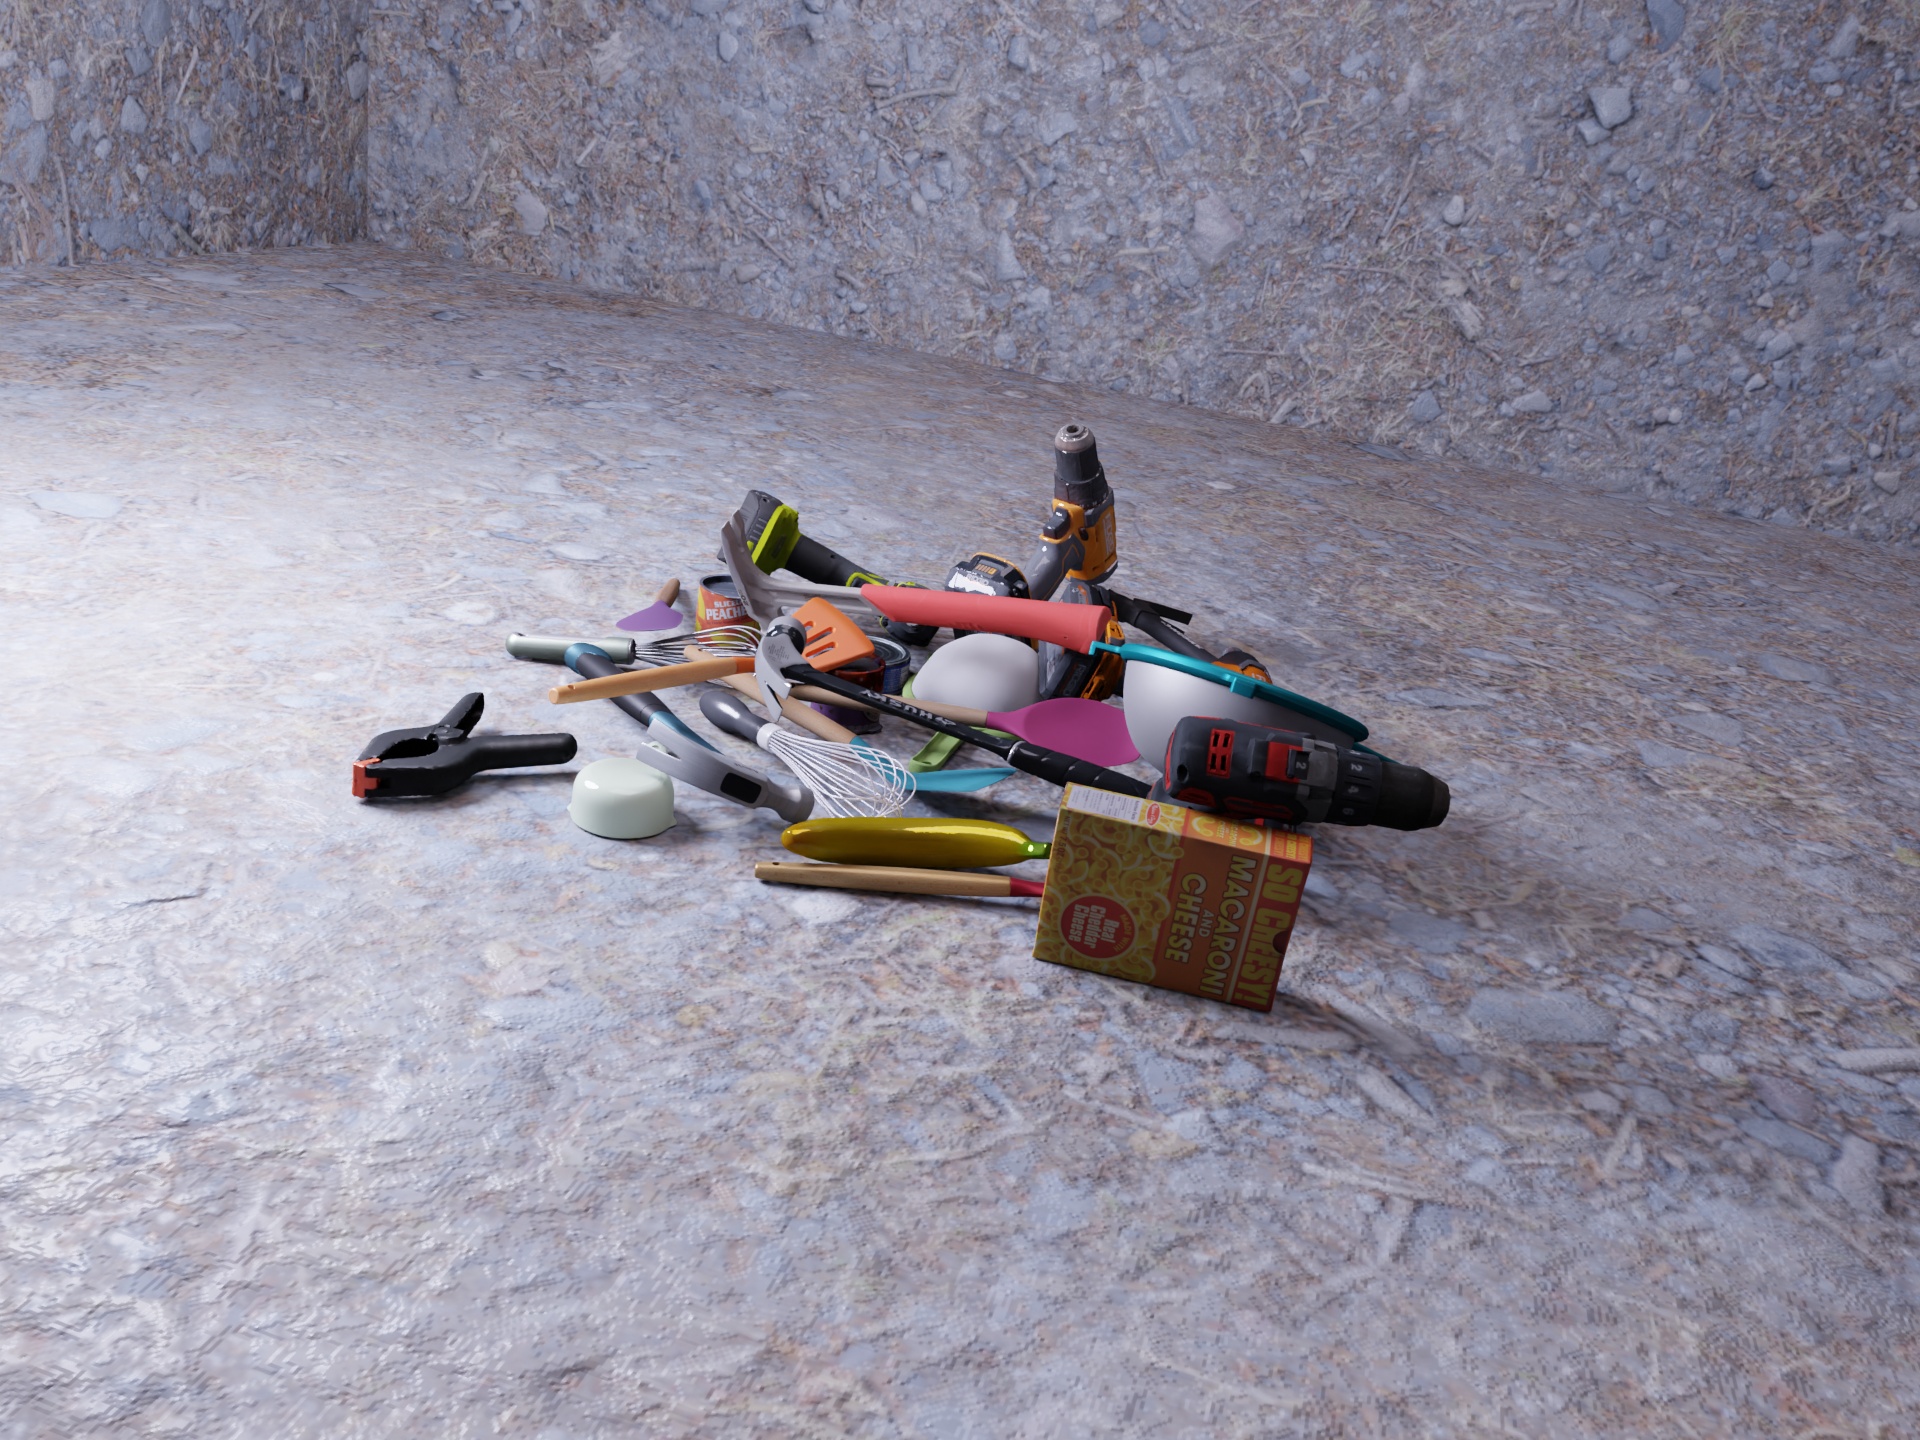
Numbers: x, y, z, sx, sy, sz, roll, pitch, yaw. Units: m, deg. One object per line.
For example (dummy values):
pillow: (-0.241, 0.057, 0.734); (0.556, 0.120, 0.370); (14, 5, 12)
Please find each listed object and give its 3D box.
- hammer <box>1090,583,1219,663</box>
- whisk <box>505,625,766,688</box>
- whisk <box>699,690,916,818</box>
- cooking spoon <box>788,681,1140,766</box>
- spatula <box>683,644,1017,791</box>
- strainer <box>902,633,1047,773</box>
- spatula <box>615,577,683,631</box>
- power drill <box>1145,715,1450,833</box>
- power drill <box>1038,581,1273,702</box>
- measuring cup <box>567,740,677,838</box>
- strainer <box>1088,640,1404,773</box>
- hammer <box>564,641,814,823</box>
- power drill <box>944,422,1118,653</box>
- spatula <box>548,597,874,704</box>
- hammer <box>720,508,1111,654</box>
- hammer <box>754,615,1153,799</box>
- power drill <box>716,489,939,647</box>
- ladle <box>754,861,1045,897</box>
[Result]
hammer: (0.265, -0.052, 1.631); (0.146, 0.035, 0.335); (11, 21, -39)
whisk: (-0.292, -0.063, 1.452); (0.246, 0.059, 0.058); (4, 10, -1)
whisk: (-0.134, 0.026, 1.291); (0.070, 0.070, 0.285); (-9, 23, -38)
cooking spoon: (-0.002, -0.004, 1.361); (0.319, 0.017, 0.069); (9, 55, 6)
spatula: (-0.106, -0.002, 1.328); (0.318, 0.044, 0.082); (28, 23, 22)
strainer: (0.008, -0.023, 1.434); (0.151, 0.069, 0.256); (15, 25, 13)
spatula: (-0.290, -0.112, 1.536); (0.059, 0.018, 0.316); (-4, 13, -5)
power drill: (0.225, 0.064, 1.130); (0.188, 0.080, 0.226); (10, -18, 0)
power drill: (0.189, -0.045, 1.471); (0.226, 0.084, 0.164); (20, 33, -12)
measuring cup: (-0.249, 0.038, 1.228); (0.083, 0.038, 0.168); (9, 23, -1)
strainer: (0.264, 0.034, 1.329); (0.340, 0.095, 0.211); (22, -1, -35)
hammer: (-0.247, -0.002, 1.302); (0.128, 0.033, 0.331); (24, 5, -39)
power drill: (0.080, -0.174, 1.600); (0.084, 0.185, 0.226); (23, 54, 30)
spatula: (-0.201, -0.049, 1.296); (0.081, 0.041, 0.322); (43, 31, 23)
hammer: (-0.042, -0.108, 1.405); (0.359, 0.149, 0.037); (8, 46, 25)
hammer: (0.028, 0.020, 1.273); (0.409, 0.036, 0.149); (20, 20, -7)
power drill: (-0.120, -0.143, 1.568); (0.223, 0.080, 0.171); (27, 5, -4)
ladle: (0.009, 0.119, 1.151); (0.315, 0.031, 0.069); (5, 21, -6)
